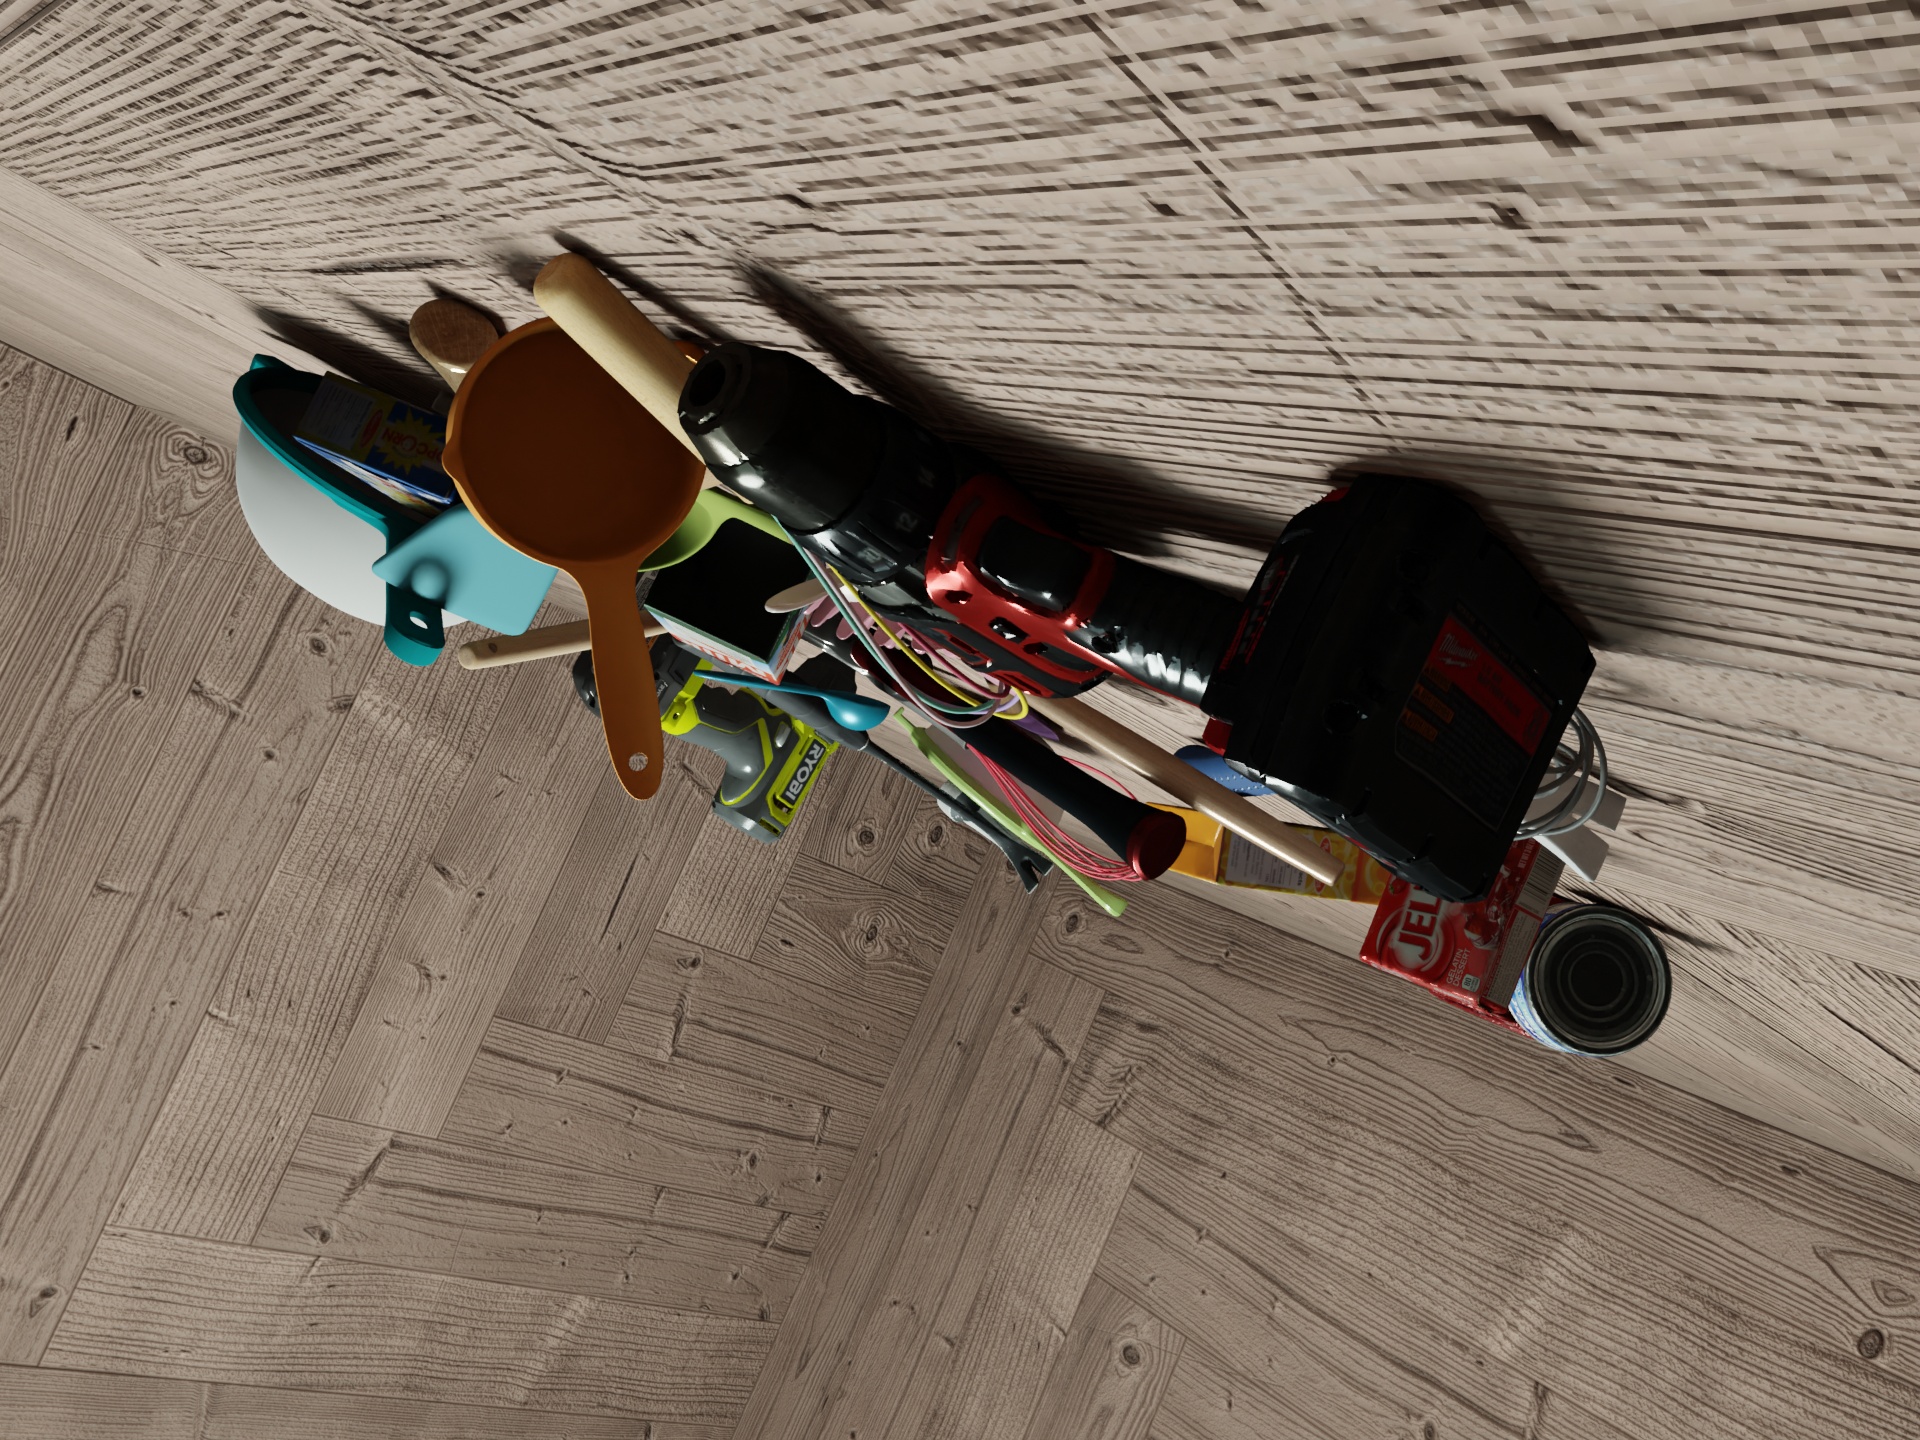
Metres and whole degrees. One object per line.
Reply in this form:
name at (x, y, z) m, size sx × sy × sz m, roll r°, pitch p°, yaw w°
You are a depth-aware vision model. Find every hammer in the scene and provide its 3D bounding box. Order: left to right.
hammer at (-0.226, -0.149, 0.793) m, size 0.130 × 0.031 × 0.331 m, roll 24°, pitch 175°, yaw -6°
hammer at (-0.069, 0.021, 1.190) m, size 0.149 × 0.036 × 0.408 m, roll 42°, pitch -176°, yaw 43°
hammer at (-0.001, -0.003, 0.934) m, size 0.143 × 0.038 × 0.387 m, roll 28°, pitch -177°, yaw -33°
hammer at (0.168, 0.025, 0.767) m, size 0.144 × 0.035 × 0.405 m, roll 24°, pitch 176°, yaw -3°

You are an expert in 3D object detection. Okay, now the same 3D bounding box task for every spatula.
spatula at (-0.154, -0.085, 0.680) m, size 0.082 × 0.044 × 0.317 m, roll 27°, pitch 160°, yaw -35°
spatula at (0.035, -0.014, 1.107) m, size 0.060 × 0.018 × 0.316 m, roll 27°, pitch 177°, yaw 9°

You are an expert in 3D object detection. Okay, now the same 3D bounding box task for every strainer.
strainer at (-0.333, -0.088, 0.914) m, size 0.210 × 0.095 × 0.341 m, roll 26°, pitch -162°, yaw -30°
strainer at (0.064, 0.059, 1.247) m, size 0.151 × 0.069 × 0.257 m, roll 37°, pitch -177°, yaw -44°

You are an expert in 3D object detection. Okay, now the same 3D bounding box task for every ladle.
ladle at (-0.058, -0.070, 0.713) m, size 0.320 × 0.062 × 0.078 m, roll 18°, pitch 167°, yaw 32°

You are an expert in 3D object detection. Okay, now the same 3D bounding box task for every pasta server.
pasta server at (0.053, 0.003, 0.820) m, size 0.316 × 0.040 × 0.060 m, roll 32°, pitch -171°, yaw 20°

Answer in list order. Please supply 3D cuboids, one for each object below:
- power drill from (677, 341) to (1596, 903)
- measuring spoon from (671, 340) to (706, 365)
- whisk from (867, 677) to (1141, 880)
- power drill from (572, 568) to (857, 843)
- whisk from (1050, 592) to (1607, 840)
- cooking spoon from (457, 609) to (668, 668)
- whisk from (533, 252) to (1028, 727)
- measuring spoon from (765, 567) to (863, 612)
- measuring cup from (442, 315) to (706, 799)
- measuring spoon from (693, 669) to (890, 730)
power drill at (0.040, -0.039, 0.453) m, size 0.227 × 0.080 × 0.187 m, roll 24°, pitch 176°, yaw 44°
measuring spoon at (-0.049, -0.104, 0.549) m, size 0.117 × 0.011 × 0.021 m, roll 22°, pitch 157°, yaw -13°
whisk at (0.025, 0.022, 1.172) m, size 0.296 × 0.073 × 0.073 m, roll 36°, pitch 180°, yaw 19°
power drill at (-0.168, -0.025, 1.189) m, size 0.080 × 0.171 × 0.223 m, roll 21°, pitch 166°, yaw 37°
whisk at (0.106, -0.017, 0.543) m, size 0.239 × 0.055 × 0.055 m, roll 26°, pitch 178°, yaw 43°
cooking spoon at (-0.191, -0.058, 0.962) m, size 0.069 × 0.017 × 0.319 m, roll 63°, pitch -155°, yaw 2°
whisk at (-0.050, -0.071, 0.554) m, size 0.244 × 0.051 × 0.047 m, roll 43°, pitch -172°, yaw -36°
measuring spoon at (-0.067, -0.060, 0.782) m, size 0.034 × 0.018 × 0.124 m, roll 4°, pitch -165°, yaw 17°
measuring cup at (-0.134, -0.058, 0.581) m, size 0.095 × 0.173 × 0.052 m, roll -12°, pitch -166°, yaw -21°
measuring spoon at (-0.107, -0.012, 1.003) m, size 0.128 × 0.021 × 0.042 m, roll 10°, pitch -172°, yaw -20°
